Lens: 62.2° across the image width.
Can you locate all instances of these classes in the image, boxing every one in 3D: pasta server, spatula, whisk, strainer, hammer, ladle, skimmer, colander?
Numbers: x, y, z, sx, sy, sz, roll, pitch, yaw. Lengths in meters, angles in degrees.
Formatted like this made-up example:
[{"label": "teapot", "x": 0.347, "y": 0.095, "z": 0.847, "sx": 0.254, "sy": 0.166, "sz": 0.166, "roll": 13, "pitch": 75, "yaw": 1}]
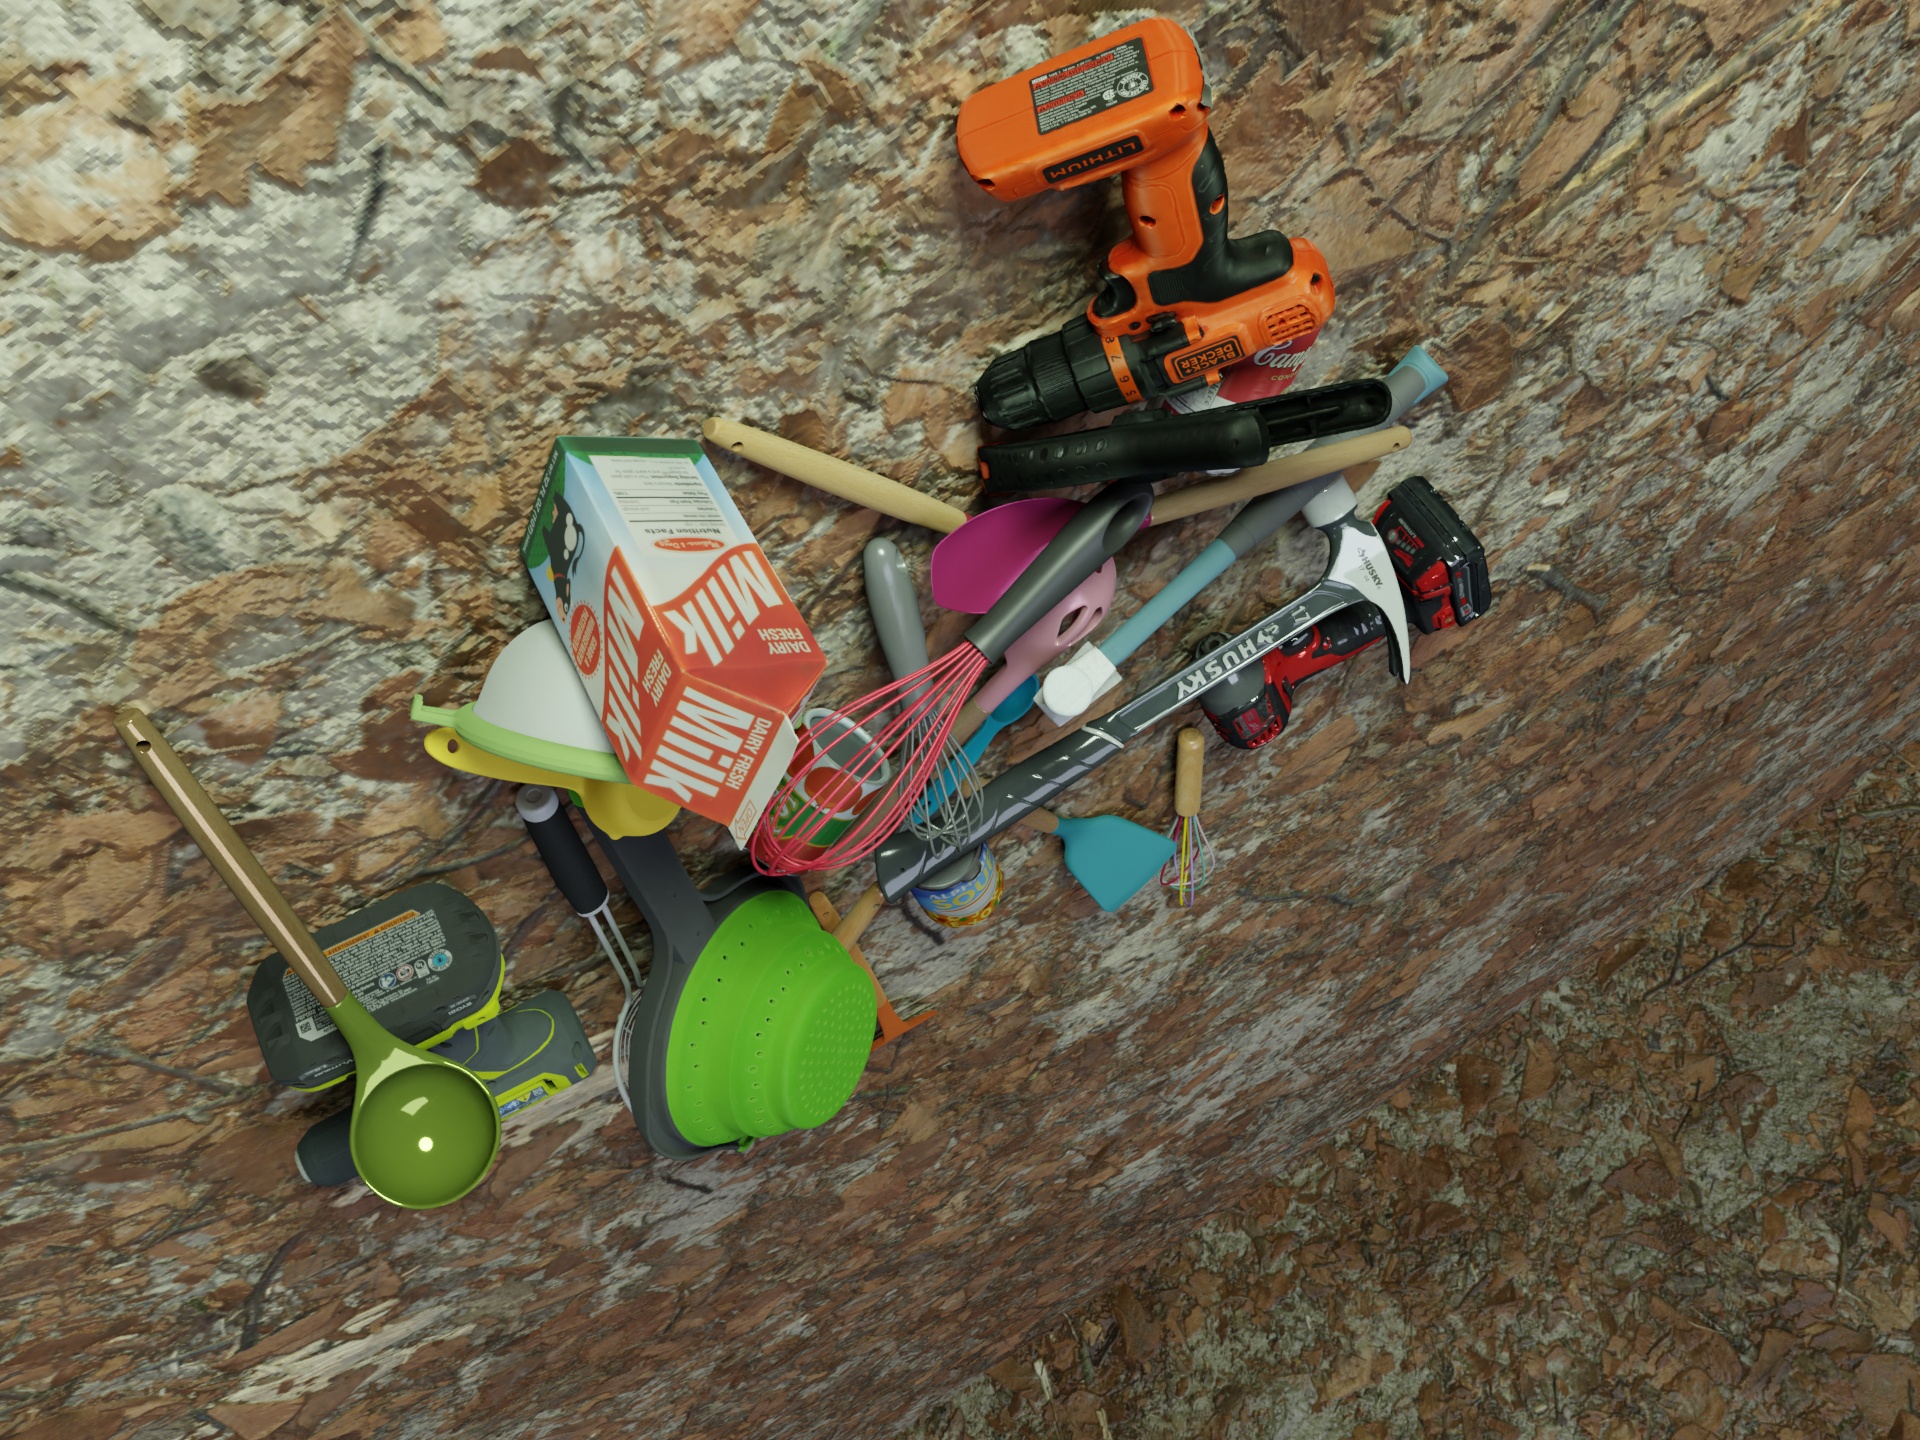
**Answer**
[{"label": "pasta server", "x": -0.002, "y": -0.003, "z": 1.002, "sx": 0.060, "sy": 0.040, "sz": 0.316, "roll": 2, "pitch": 146, "yaw": -38}, {"label": "spatula", "x": 0.063, "y": 0.078, "z": 1.198, "sx": 0.082, "sy": 0.044, "sz": 0.317, "roll": -46, "pitch": 147, "yaw": 11}, {"label": "whisk", "x": -0.004, "y": -0.024, "z": 0.854, "sx": 0.296, "sy": 0.073, "sz": 0.073, "roll": -45, "pitch": 150, "yaw": 0}, {"label": "strainer", "x": -0.145, "y": -0.019, "z": 0.825, "sx": 0.256, "sy": 0.151, "sz": 0.069, "roll": -9, "pitch": 111, "yaw": -67}, {"label": "hammer", "x": 0.174, "y": -0.115, "z": 0.983, "sx": 0.331, "sy": 0.033, "sz": 0.128, "roll": -42, "pitch": 178, "yaw": -2}, {"label": "hammer", "x": 0.116, "y": 0.004, "z": 1.073, "sx": 0.409, "sy": 0.149, "sz": 0.036, "roll": -33, "pitch": -165, "yaw": 4}, {"label": "ladle", "x": -0.019, "y": -0.111, "z": 0.861, "sx": 0.069, "sy": 0.031, "sz": 0.315, "roll": -43, "pitch": 147, "yaw": 25}, {"label": "spatula", "x": -0.077, "y": 0.208, "z": 1.276, "sx": 0.081, "sy": 0.041, "sz": 0.322, "roll": -29, "pitch": 146, "yaw": -7}, {"label": "whisk", "x": -0.026, "y": -0.008, "z": 0.940, "sx": 0.055, "sy": 0.055, "sz": 0.238, "roll": -25, "pitch": 132, "yaw": -14}, {"label": "skimmer", "x": -0.197, "y": 0.156, "z": 1.014, "sx": 0.127, "sy": 0.090, "sz": 0.363, "roll": -54, "pitch": 157, "yaw": -27}, {"label": "whisk", "x": 0.188, "y": 0.081, "z": 1.333, "sx": 0.047, "sy": 0.051, "sz": 0.244, "roll": -45, "pitch": 151, "yaw": -24}, {"label": "colander", "x": -0.136, "y": 0.150, "z": 0.991, "sx": 0.205, "sy": 0.094, "sz": 0.396, "roll": -59, "pitch": 149, "yaw": -32}, {"label": "ladle", "x": -0.319, "y": 0.125, "z": 0.782, "sx": 0.078, "sy": 0.062, "sz": 0.319, "roll": -29, "pitch": 127, "yaw": -13}]

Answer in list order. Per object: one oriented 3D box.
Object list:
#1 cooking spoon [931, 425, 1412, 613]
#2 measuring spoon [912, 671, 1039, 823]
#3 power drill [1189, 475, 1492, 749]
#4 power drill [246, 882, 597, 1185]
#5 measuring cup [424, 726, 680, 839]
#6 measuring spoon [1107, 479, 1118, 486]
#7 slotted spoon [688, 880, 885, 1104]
[{"label": "cooking spoon", "x": 0.126, "y": -0.124, "z": 0.902, "sx": 0.319, "sy": 0.017, "sz": 0.068, "roll": -18, "pitch": 131, "yaw": -20}, {"label": "measuring spoon", "x": 0.003, "y": 0.014, "z": 1.049, "sx": 0.128, "sy": 0.021, "sz": 0.042, "roll": -52, "pitch": 143, "yaw": 9}, {"label": "power drill", "x": 0.265, "y": -0.071, "z": 1.147, "sx": 0.219, "sy": 0.079, "sz": 0.143, "roll": -34, "pitch": 150, "yaw": 6}, {"label": "power drill", "x": -0.336, "y": 0.202, "z": 0.964, "sx": 0.190, "sy": 0.080, "sz": 0.228, "roll": -25, "pitch": 152, "yaw": -14}, {"label": "measuring cup", "x": -0.206, "y": 0.026, "z": 0.829, "sx": 0.029, "sy": 0.062, "sz": 0.156, "roll": 1, "pitch": 169, "yaw": 38}, {"label": "measuring spoon", "x": 0.129, "y": -0.173, "z": 0.933, "sx": 0.117, "sy": 0.011, "sz": 0.021, "roll": -43, "pitch": 147, "yaw": 9}, {"label": "slotted spoon", "x": -0.130, "y": 0.218, "z": 1.209, "sx": 0.070, "sy": 0.031, "sz": 0.313, "roll": 2, "pitch": 138, "yaw": -37}]
